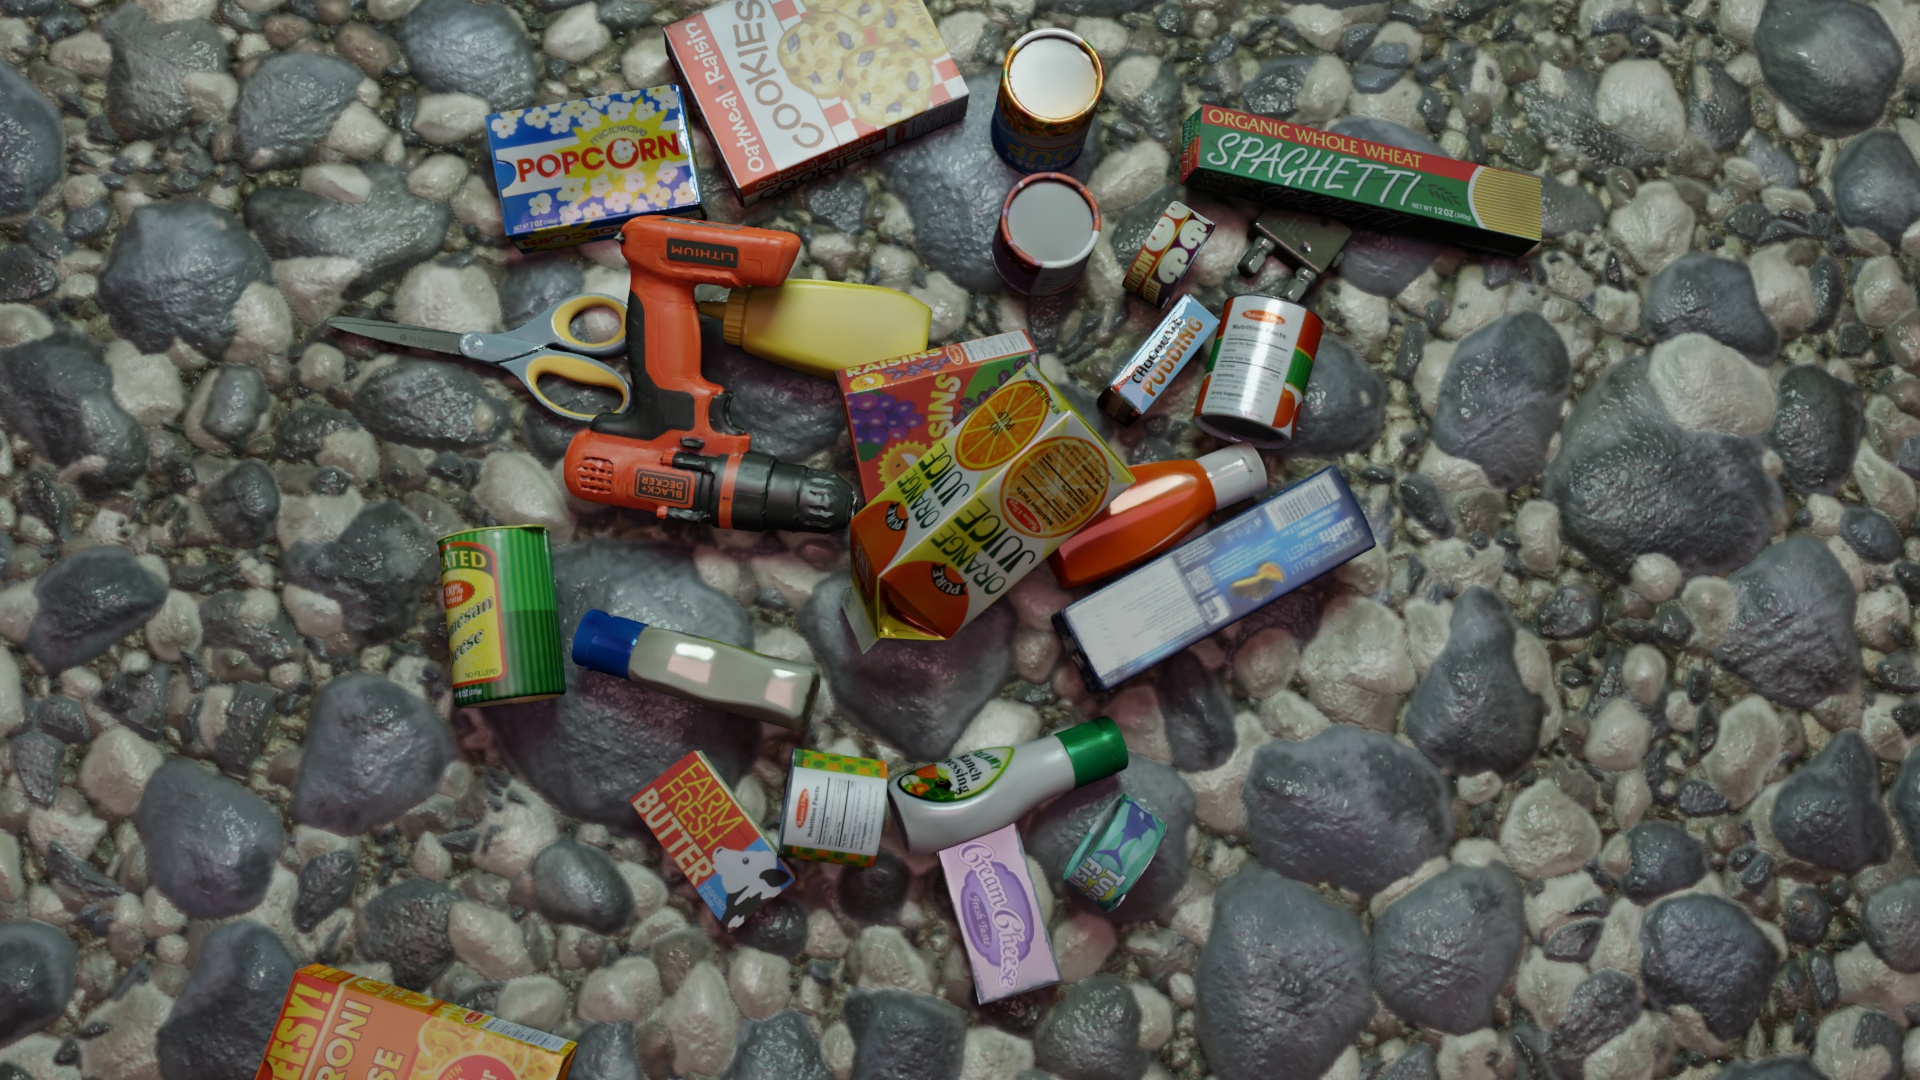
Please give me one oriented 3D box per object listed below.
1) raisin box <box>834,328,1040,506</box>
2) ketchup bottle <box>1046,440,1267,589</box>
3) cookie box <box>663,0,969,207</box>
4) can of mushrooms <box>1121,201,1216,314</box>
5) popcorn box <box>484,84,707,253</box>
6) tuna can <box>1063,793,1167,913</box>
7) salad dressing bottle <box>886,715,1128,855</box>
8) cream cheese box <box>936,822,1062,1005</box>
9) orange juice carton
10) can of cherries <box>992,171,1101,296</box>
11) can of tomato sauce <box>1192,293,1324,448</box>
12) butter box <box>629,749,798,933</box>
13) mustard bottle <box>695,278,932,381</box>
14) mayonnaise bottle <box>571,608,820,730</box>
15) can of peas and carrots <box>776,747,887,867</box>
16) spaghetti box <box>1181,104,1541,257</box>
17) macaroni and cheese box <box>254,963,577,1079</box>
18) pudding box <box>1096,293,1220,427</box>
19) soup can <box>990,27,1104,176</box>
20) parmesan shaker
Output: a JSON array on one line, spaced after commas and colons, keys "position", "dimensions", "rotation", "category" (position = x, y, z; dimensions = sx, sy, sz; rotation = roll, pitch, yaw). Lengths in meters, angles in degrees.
[{"position": [-0.010, -0.077, 0.877], "dimensions": [0.123, 0.040, 0.085], "rotation": [-14, 123, -6], "category": "raisin box"}, {"position": [0.123, -0.022, 0.896], "dimensions": [0.149, 0.043, 0.065], "rotation": [-21, 79, -7], "category": "ketchup bottle"}, {"position": [-0.096, -0.312, 0.929], "dimensions": [0.168, 0.040, 0.123], "rotation": [-25, 84, -8], "category": "cookie box"}, {"position": [0.135, -0.185, 0.910], "dimensions": [0.033, 0.071, 0.071], "rotation": [32, 81, 2], "category": "can of mushrooms"}, {"position": [-0.237, -0.243, 0.910], "dimensions": [0.127, 0.038, 0.085], "rotation": [-11, 83, -5], "category": "popcorn box"}, {"position": [0.093, 0.192, 0.849], "dimensions": [0.033, 0.071, 0.071], "rotation": [36, 81, 4], "category": "tuna can"}, {"position": [0.030, 0.149, 0.859], "dimensions": [0.148, 0.064, 0.043], "rotation": [-17, 110, -14], "category": "salad dressing bottle"}, {"position": [0.023, 0.229, 0.861], "dimensions": [0.053, 0.024, 0.104], "rotation": [-16, 83, -6], "category": "cream cheese box"}, {"position": [0.003, -0.011, 0.846], "dimensions": [0.192, 0.072, 0.073], "rotation": [-41, 125, 7], "category": "orange juice carton"}, {"position": [0.054, -0.202, 0.912], "dimensions": [0.071, 0.058, 0.071], "rotation": [1, 82, -4], "category": "can of cherries"}, {"position": [0.194, -0.108, 0.904], "dimensions": [0.071, 0.071, 0.083], "rotation": [17, 81, -1], "category": "can of tomato sauce"}, {"position": [-0.152, 0.184, 0.857], "dimensions": [0.053, 0.024, 0.103], "rotation": [-38, 86, -9], "category": "butter box"}, {"position": [-0.100, -0.139, 0.897], "dimensions": [0.160, 0.049, 0.065], "rotation": [11, 86, -1], "category": "mustard bottle"}, {"position": [-0.163, 0.079, 0.855], "dimensions": [0.148, 0.064, 0.041], "rotation": [16, 78, 3], "category": "mayonnaise bottle"}, {"position": [-0.078, 0.162, 0.845], "dimensions": [0.059, 0.071, 0.071], "rotation": [9, 81, -7], "category": "can of peas and carrots"}, {"position": [0.269, -0.239, 0.928], "dimensions": [0.250, 0.028, 0.050], "rotation": [9, 73, -10], "category": "spaghetti box"}, {"position": [-0.328, 0.334, 0.815], "dimensions": [0.166, 0.040, 0.124], "rotation": [18, 80, -1], "category": "macaroni and cheese box"}, {"position": [0.129, -0.117, 0.908], "dimensions": [0.030, 0.049, 0.084], "rotation": [40, 81, 1], "category": "pudding box"}, {"position": [0.056, -0.284, 0.912], "dimensions": [0.071, 0.083, 0.071], "rotation": [1, 82, -4], "category": "soup can"}, {"position": [-0.278, 0.047, 0.847], "dimensions": [0.071, 0.071, 0.103], "rotation": [-8, 82, -5], "category": "parmesan shaker"}]
